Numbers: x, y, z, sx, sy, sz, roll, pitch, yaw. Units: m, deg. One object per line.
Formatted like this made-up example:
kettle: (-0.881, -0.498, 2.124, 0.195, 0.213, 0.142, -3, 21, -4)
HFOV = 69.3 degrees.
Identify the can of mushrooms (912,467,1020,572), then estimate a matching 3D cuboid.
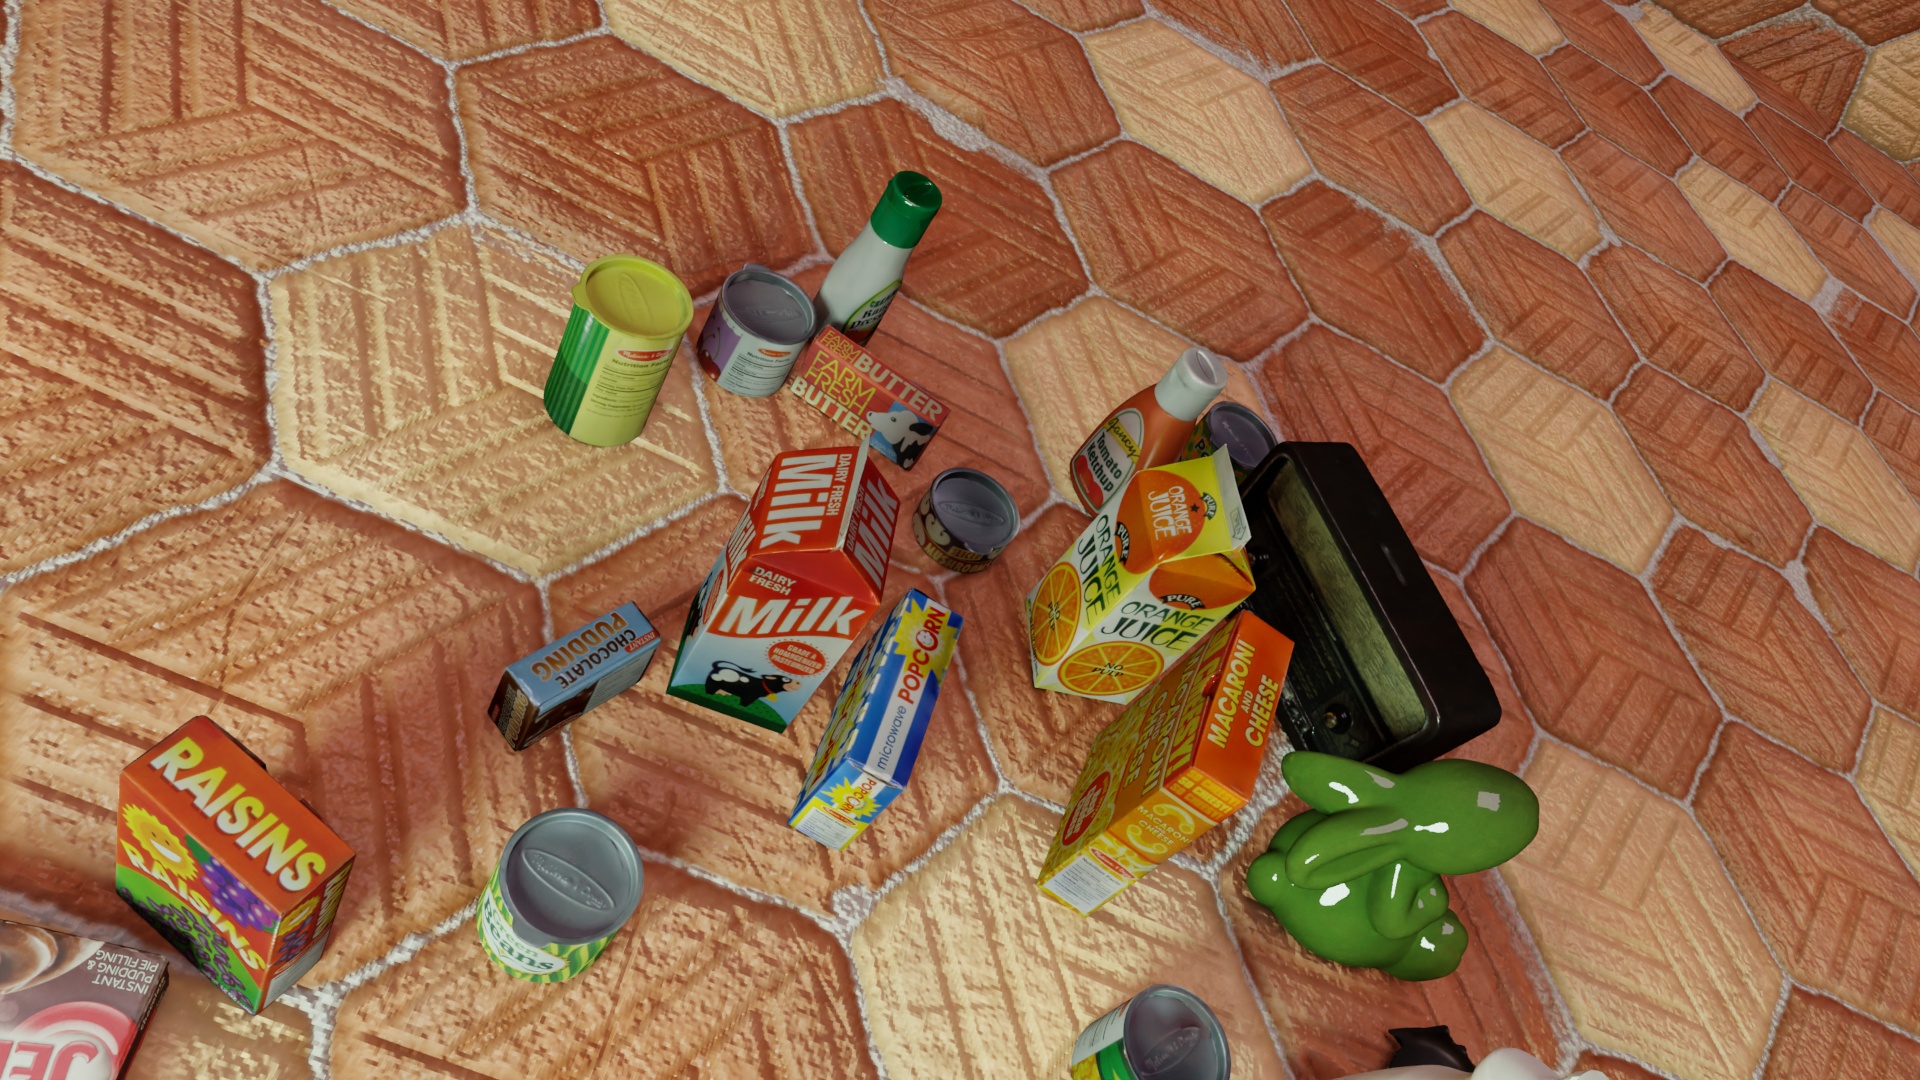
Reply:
can of mushrooms: (0.003, -0.012, 0.933, 0.071, 0.033, 0.071, 16, 49, -20)

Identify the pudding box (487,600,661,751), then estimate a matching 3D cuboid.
pudding box: (-0.203, 0.071, 0.732, 0.030, 0.049, 0.084, 48, 46, 10)

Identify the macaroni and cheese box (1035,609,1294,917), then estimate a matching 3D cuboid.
macaroni and cheese box: (0.116, 0.130, 0.798, 0.040, 0.165, 0.124, 34, 45, -4)

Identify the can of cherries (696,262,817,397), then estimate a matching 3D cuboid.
can of cherries: (-0.137, -0.141, 0.930, 0.071, 0.058, 0.072, 17, 49, -20)

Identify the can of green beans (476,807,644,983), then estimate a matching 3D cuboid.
can of green beans: (-0.190, 0.169, 0.658, 0.071, 0.057, 0.071, 17, 49, -20)

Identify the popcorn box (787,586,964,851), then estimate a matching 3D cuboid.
popcorn box: (-0.047, 0.100, 0.780, 0.038, 0.084, 0.127, 29, 46, -9)

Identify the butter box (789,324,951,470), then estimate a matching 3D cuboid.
butter box: (-0.062, -0.096, 0.945, 0.103, 0.053, 0.024, 35, 45, -3)

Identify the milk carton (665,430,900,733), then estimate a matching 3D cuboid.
milk carton: (-0.090, 0.022, 0.741, 0.073, 0.189, 0.073, 22, 48, -16)

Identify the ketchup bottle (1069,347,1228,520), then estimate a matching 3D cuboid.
ketchup bottle: (0.133, -0.076, 0.982, 0.043, 0.148, 0.065, -3, 58, -33)

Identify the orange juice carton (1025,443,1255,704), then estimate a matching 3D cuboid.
orange juice carton: (0.118, 0.023, 0.864, 0.073, 0.191, 0.072, 13, 50, -23)

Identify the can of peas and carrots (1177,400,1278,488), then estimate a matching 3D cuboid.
can of peas and carrots: (0.202, -0.064, 1.077, 0.071, 0.058, 0.071, 17, 49, -20)

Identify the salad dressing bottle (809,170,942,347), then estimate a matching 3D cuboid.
salad dressing bottle: (-0.060, -0.188, 0.952, 0.044, 0.147, 0.064, 47, 46, 9)

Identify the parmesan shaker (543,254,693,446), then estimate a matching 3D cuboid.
parmesan shaker: (-0.210, -0.112, 0.833, 0.071, 0.102, 0.072, 17, 49, -20)

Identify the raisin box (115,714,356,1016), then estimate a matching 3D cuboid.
raisin box: (-0.300, 0.136, 0.571, 0.086, 0.122, 0.040, 41, 45, 3)

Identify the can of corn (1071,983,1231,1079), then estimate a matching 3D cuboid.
can of corn: (0.103, 0.283, 0.747, 0.071, 0.058, 0.071, 17, 49, -20)
